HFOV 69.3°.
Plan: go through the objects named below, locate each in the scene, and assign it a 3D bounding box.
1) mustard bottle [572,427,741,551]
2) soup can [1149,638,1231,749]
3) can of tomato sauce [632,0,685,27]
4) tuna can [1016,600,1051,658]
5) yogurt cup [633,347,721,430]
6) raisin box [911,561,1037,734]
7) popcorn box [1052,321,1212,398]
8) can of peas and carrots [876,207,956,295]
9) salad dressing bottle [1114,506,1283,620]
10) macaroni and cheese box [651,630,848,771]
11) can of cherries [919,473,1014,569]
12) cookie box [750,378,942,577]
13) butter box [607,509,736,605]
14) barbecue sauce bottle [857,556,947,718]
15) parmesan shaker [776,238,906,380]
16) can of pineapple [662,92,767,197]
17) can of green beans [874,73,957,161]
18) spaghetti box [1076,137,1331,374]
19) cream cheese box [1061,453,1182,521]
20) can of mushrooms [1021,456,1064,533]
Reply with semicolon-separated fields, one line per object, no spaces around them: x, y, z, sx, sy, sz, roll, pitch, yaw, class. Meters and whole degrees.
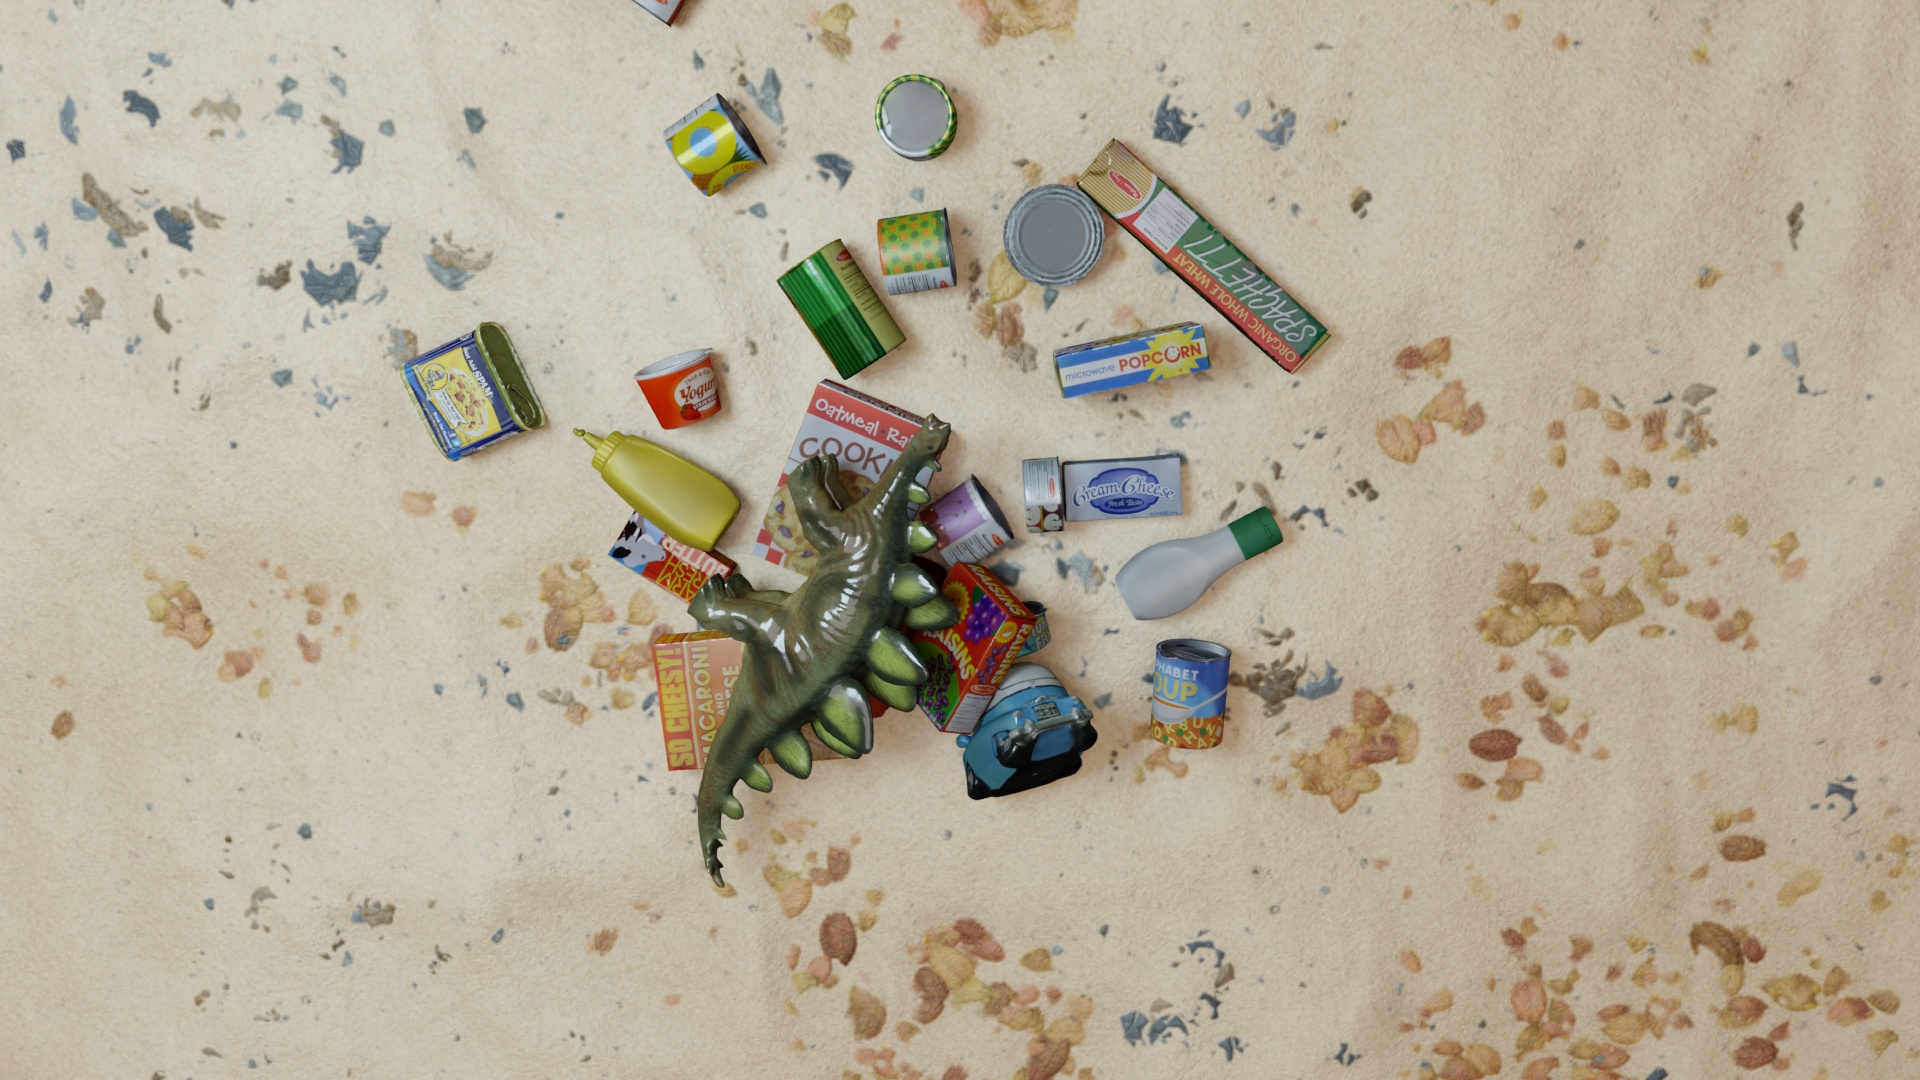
-0.273;-0.055;1.226;0.160;0.048;0.065;34;68;-1;mustard bottle
0.202;0.136;1.237;0.071;0.071;0.083;3;102;2;soup can
-0.246;-0.477;1.139;0.071;0.071;0.083;34;100;-4;can of tomato sauce
0.048;0.080;1.233;0.071;0.071;0.032;-14;102;5;tuna can
-0.242;-0.130;1.207;0.072;0.072;0.053;-16;108;5;yogurt cup
0.003;0.092;1.192;0.040;0.086;0.123;12;114;-42;raisin box
0.143;-0.153;1.176;0.127;0.085;0.038;-11;100;5;popcorn box
-0.037;-0.246;1.176;0.059;0.071;0.070;-8;101;4;can of peas and carrots
0.211;0.019;1.228;0.147;0.044;0.064;-27;97;6;salad dressing bottle
-0.188;0.142;1.268;0.166;0.040;0.123;-5;100;3;macaroni and cheese box
0.004;-0.015;1.220;0.058;0.071;0.071;-34;98;9;can of cherries
-0.097;-0.043;1.230;0.123;0.040;0.167;23;102;-2;cookie box
-0.260;0.017;1.255;0.103;0.024;0.053;32;101;-4;butter box
-0.059;0.089;1.244;0.044;0.065;0.148;27;110;13;barbecue sauce bottle
-0.102;-0.195;1.184;0.071;0.071;0.103;-32;98;8;parmesan shaker
-0.206;-0.329;1.165;0.058;0.071;0.071;-32;98;9;can of pineapple
-0.036;-0.352;1.158;0.071;0.058;0.071;0;101;2;can of green beans
0.207;-0.240;1.185;0.250;0.029;0.050;40;100;-5;spaghetti box
0.142;-0.046;1.228;0.104;0.024;0.053;-4;100;3;cream cheese box
0.072;-0.038;1.212;0.033;0.071;0.071;-5;101;3;can of mushrooms
